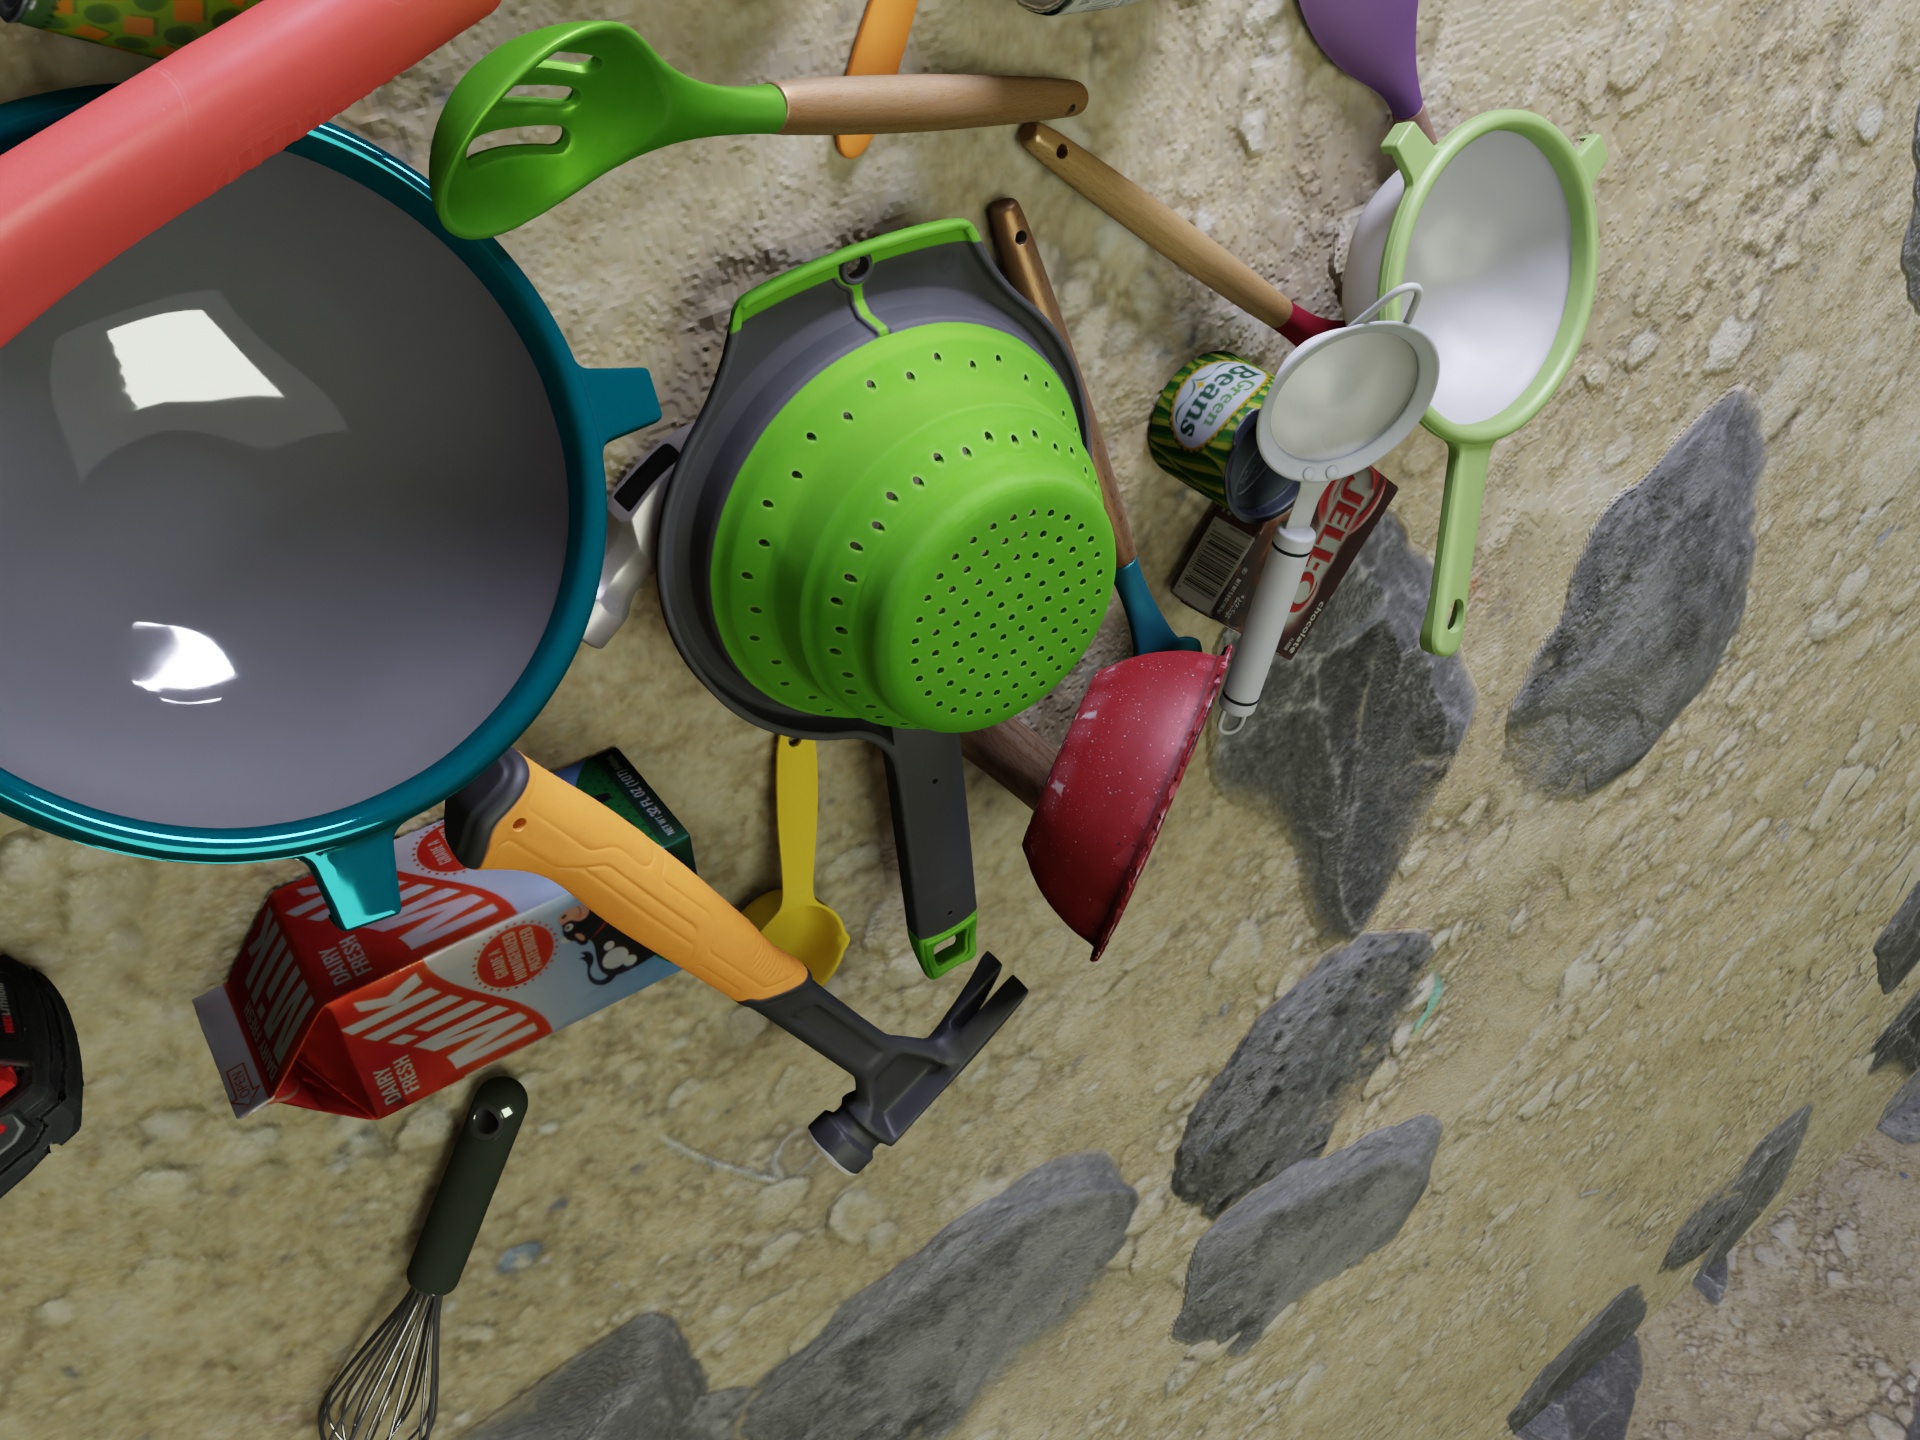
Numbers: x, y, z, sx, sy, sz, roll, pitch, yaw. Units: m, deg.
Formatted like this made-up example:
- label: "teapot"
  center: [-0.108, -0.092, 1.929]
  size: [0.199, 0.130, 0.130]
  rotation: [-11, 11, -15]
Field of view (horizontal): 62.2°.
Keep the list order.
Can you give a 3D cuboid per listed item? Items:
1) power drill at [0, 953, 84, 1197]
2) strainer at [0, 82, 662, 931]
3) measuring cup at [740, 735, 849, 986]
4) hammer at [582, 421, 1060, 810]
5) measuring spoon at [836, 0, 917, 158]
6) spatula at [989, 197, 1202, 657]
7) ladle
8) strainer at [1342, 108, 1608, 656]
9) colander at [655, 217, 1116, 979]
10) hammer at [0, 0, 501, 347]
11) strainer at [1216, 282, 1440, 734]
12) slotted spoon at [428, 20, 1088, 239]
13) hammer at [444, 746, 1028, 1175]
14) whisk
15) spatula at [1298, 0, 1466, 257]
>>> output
- label: "power drill"
  center: [-0.388, 0.083, 0.480]
  size: [0.143, 0.079, 0.219]
  rotation: [-42, 136, -7]
- label: "strainer"
  center: [-0.267, -0.095, 0.436]
  size: [0.340, 0.095, 0.211]
  rotation: [33, 70, -27]
- label: "measuring cup"
  center: [-0.085, 0.064, 0.766]
  size: [0.062, 0.029, 0.156]
  rotation: [-12, 116, -34]
- label: "hammer"
  center: [-0.032, -0.029, 0.727]
  size: [0.130, 0.031, 0.331]
  rotation: [-50, 139, 3]
- label: "measuring spoon"
  center: [-0.021, -0.260, 0.573]
  size: [0.021, 0.011, 0.117]
  rotation: [1, 120, -41]
- label: "spatula"
  center: [0.061, -0.099, 0.749]
  size: [0.082, 0.044, 0.317]
  rotation: [-33, 129, -12]
- label: "ladle"
  center: [0.135, -0.202, 0.742]
  size: [0.315, 0.031, 0.069]
  rotation: [17, 103, -44]
- label: "strainer"
  center: [0.230, -0.161, 0.776]
  size: [0.151, 0.069, 0.256]
  rotation: [-11, 113, -33]
- label: "colander"
  center: [-0.001, -0.002, 0.677]
  size: [0.204, 0.095, 0.396]
  rotation: [-27, 136, -22]
- label: "hammer"
  center: [-0.142, -0.190, 0.402]
  size: [0.359, 0.037, 0.149]
  rotation: [-44, 175, -21]
- label: "strainer"
  center: [0.156, -0.093, 0.742]
  size: [0.087, 0.050, 0.258]
  rotation: [-5, 131, -20]
- label: "slotted spoon"
  center: [-0.047, -0.200, 0.523]
  size: [0.314, 0.031, 0.070]
  rotation: [-28, 165, -48]
- label: "hammer"
  center: [-0.086, 0.096, 0.666]
  size: [0.127, 0.034, 0.336]
  rotation: [-46, 140, -3]
- label: "whisk"
  center: [-0.256, 0.275, 0.766]
  size: [0.246, 0.058, 0.059]
  rotation: [-66, 170, 15]
- label: "spatula"
  center: [0.220, -0.273, 0.764]
  size: [0.060, 0.018, 0.315]
  rotation: [-43, 138, 1]
